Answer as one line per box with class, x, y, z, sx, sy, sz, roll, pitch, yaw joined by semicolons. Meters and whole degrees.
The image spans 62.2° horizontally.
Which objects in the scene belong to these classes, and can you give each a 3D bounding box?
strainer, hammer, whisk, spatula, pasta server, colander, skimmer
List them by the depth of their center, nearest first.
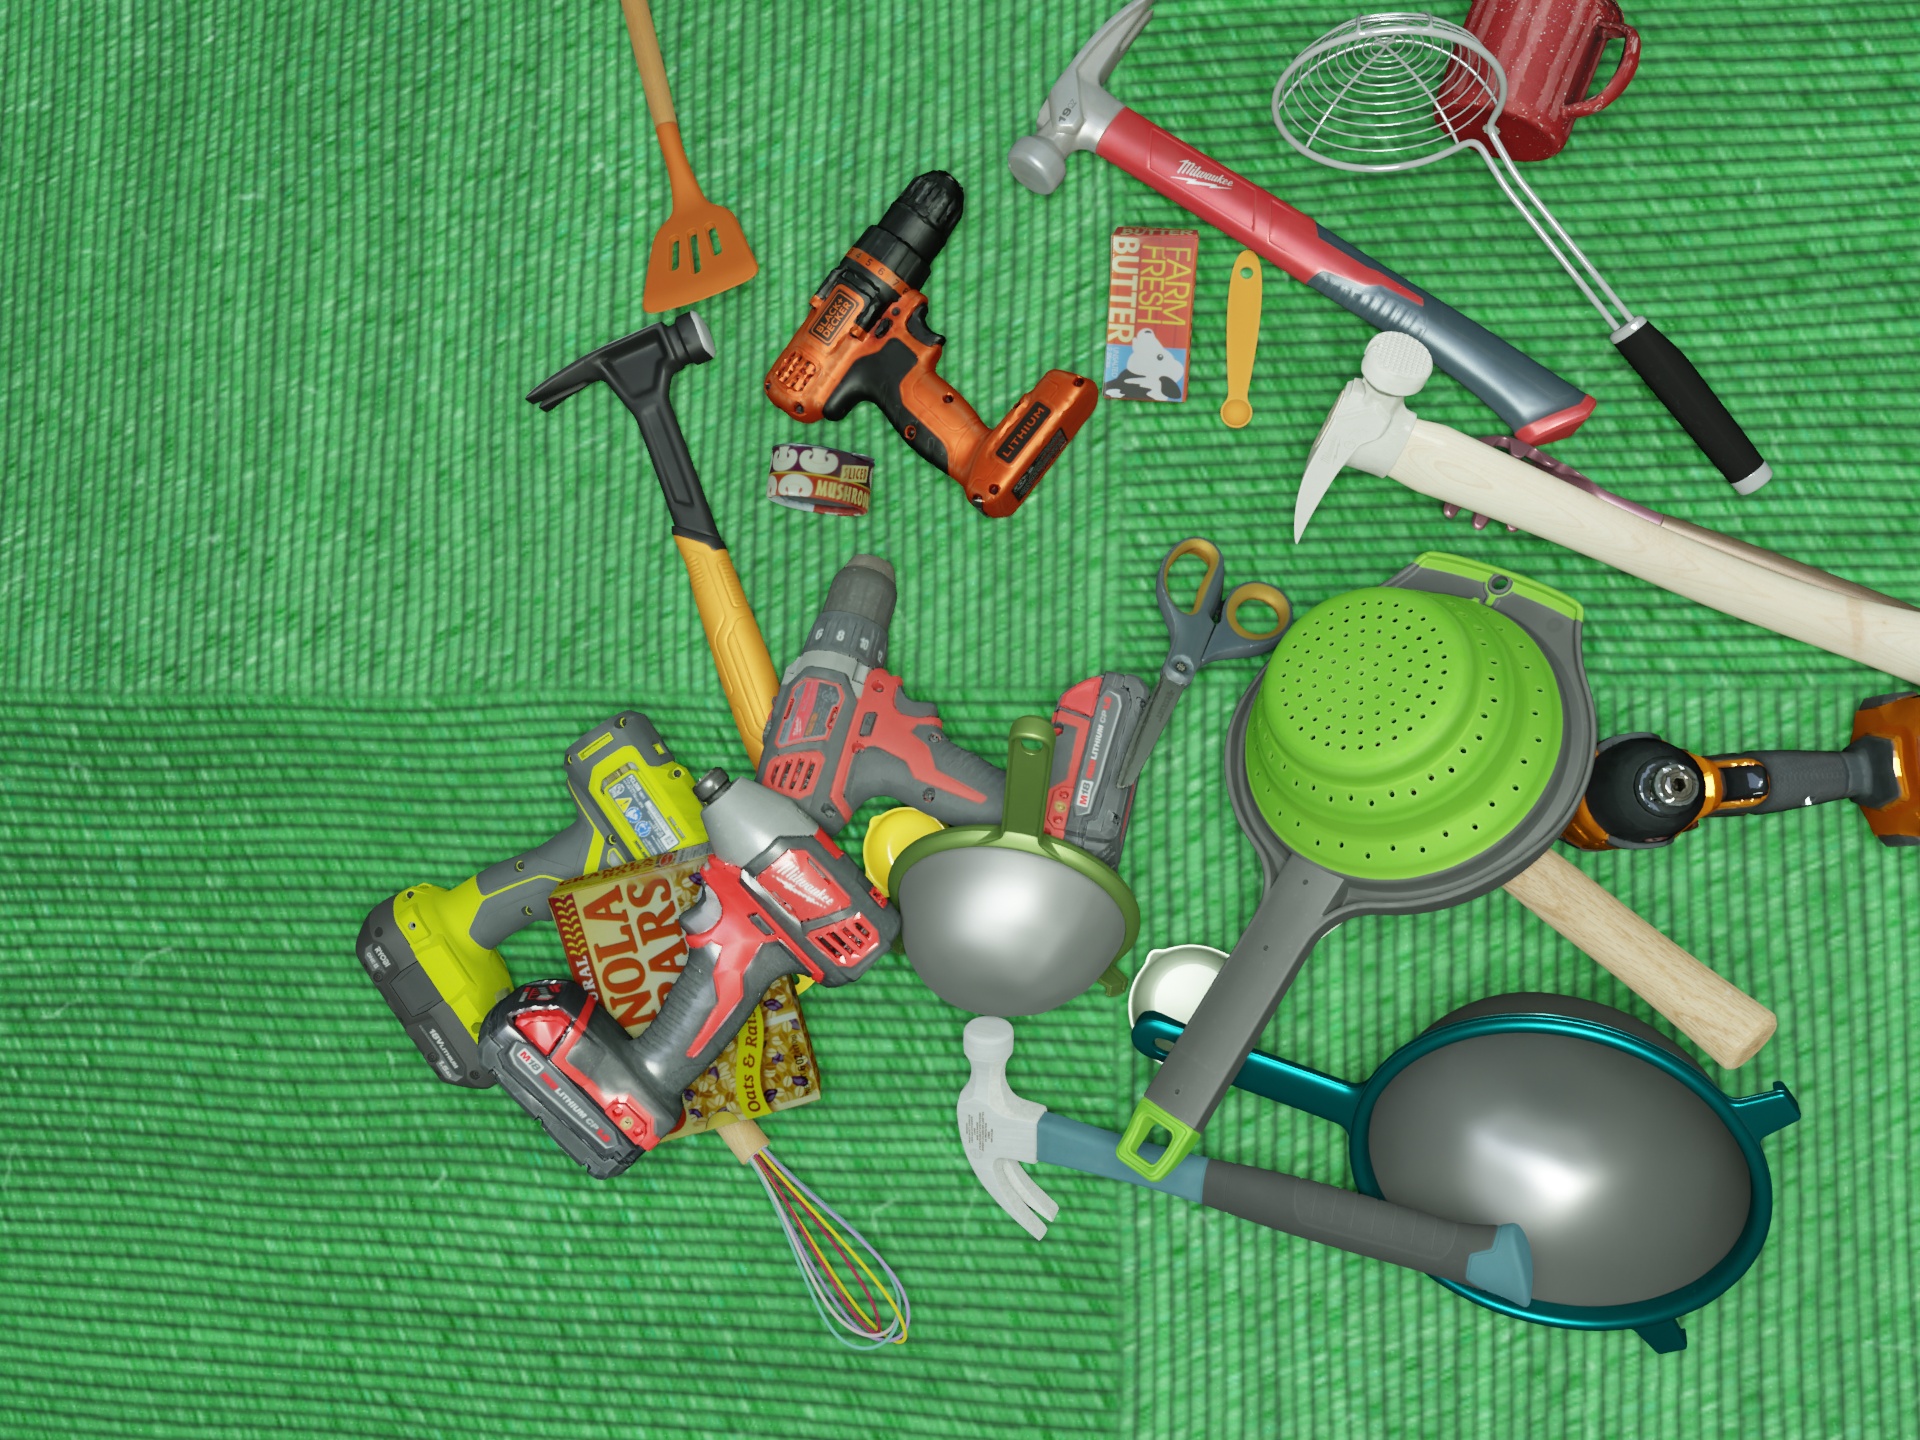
colander;0.186;0.063;0.852;0.205;0.094;0.397;27;81;38
hammer;0.290;0.068;0.871;0.130;0.031;0.332;-47;52;2
strainer;0.027;0.098;0.877;0.151;0.256;0.069;11;53;6
strainer;0.270;0.208;0.896;0.340;0.095;0.210;16;123;17
hammer;0.153;0.264;0.902;0.331;0.033;0.128;10;112;22
skimmer;0.329;-0.255;0.911;0.363;0.127;0.090;48;66;-5
hammer;0.398;-0.089;0.915;0.410;0.146;0.038;22;53;2
pasta server;0.434;-0.099;0.931;0.316;0.060;0.040;23;52;8
hammer;0.225;-0.300;0.980;0.386;0.038;0.143;35;85;9
whisk;-0.115;0.289;0.991;0.051;0.047;0.245;-40;76;-8
hammer;-0.169;-0.092;1.032;0.127;0.034;0.337;-23;82;6
spatula;-0.205;-0.422;1.062;0.081;0.041;0.323;-17;82;8

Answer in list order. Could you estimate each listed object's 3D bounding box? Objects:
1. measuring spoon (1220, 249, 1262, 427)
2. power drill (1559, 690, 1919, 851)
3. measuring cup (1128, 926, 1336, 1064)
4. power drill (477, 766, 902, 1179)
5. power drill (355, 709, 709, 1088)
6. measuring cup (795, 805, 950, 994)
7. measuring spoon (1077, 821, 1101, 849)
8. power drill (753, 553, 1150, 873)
measuring spoon;0.177;-0.239;1.001;0.021;0.011;0.117;5;83;5
power drill;0.444;0.032;0.856;0.226;0.164;0.084;-6;84;7
measuring cup;0.176;0.145;0.955;0.167;0.038;0.083;-37;81;3
power drill;-0.156;0.136;0.896;0.219;0.078;0.143;-41;99;-1
power drill;-0.240;0.130;1.004;0.228;0.080;0.190;-34;89;3
measuring cup;-0.062;0.117;1.006;0.062;0.029;0.156;43;103;8
measuring spoon;0.032;0.089;0.974;0.124;0.018;0.034;-21;96;-9
power drill;-0.002;-0.003;0.966;0.227;0.080;0.188;11;66;10
